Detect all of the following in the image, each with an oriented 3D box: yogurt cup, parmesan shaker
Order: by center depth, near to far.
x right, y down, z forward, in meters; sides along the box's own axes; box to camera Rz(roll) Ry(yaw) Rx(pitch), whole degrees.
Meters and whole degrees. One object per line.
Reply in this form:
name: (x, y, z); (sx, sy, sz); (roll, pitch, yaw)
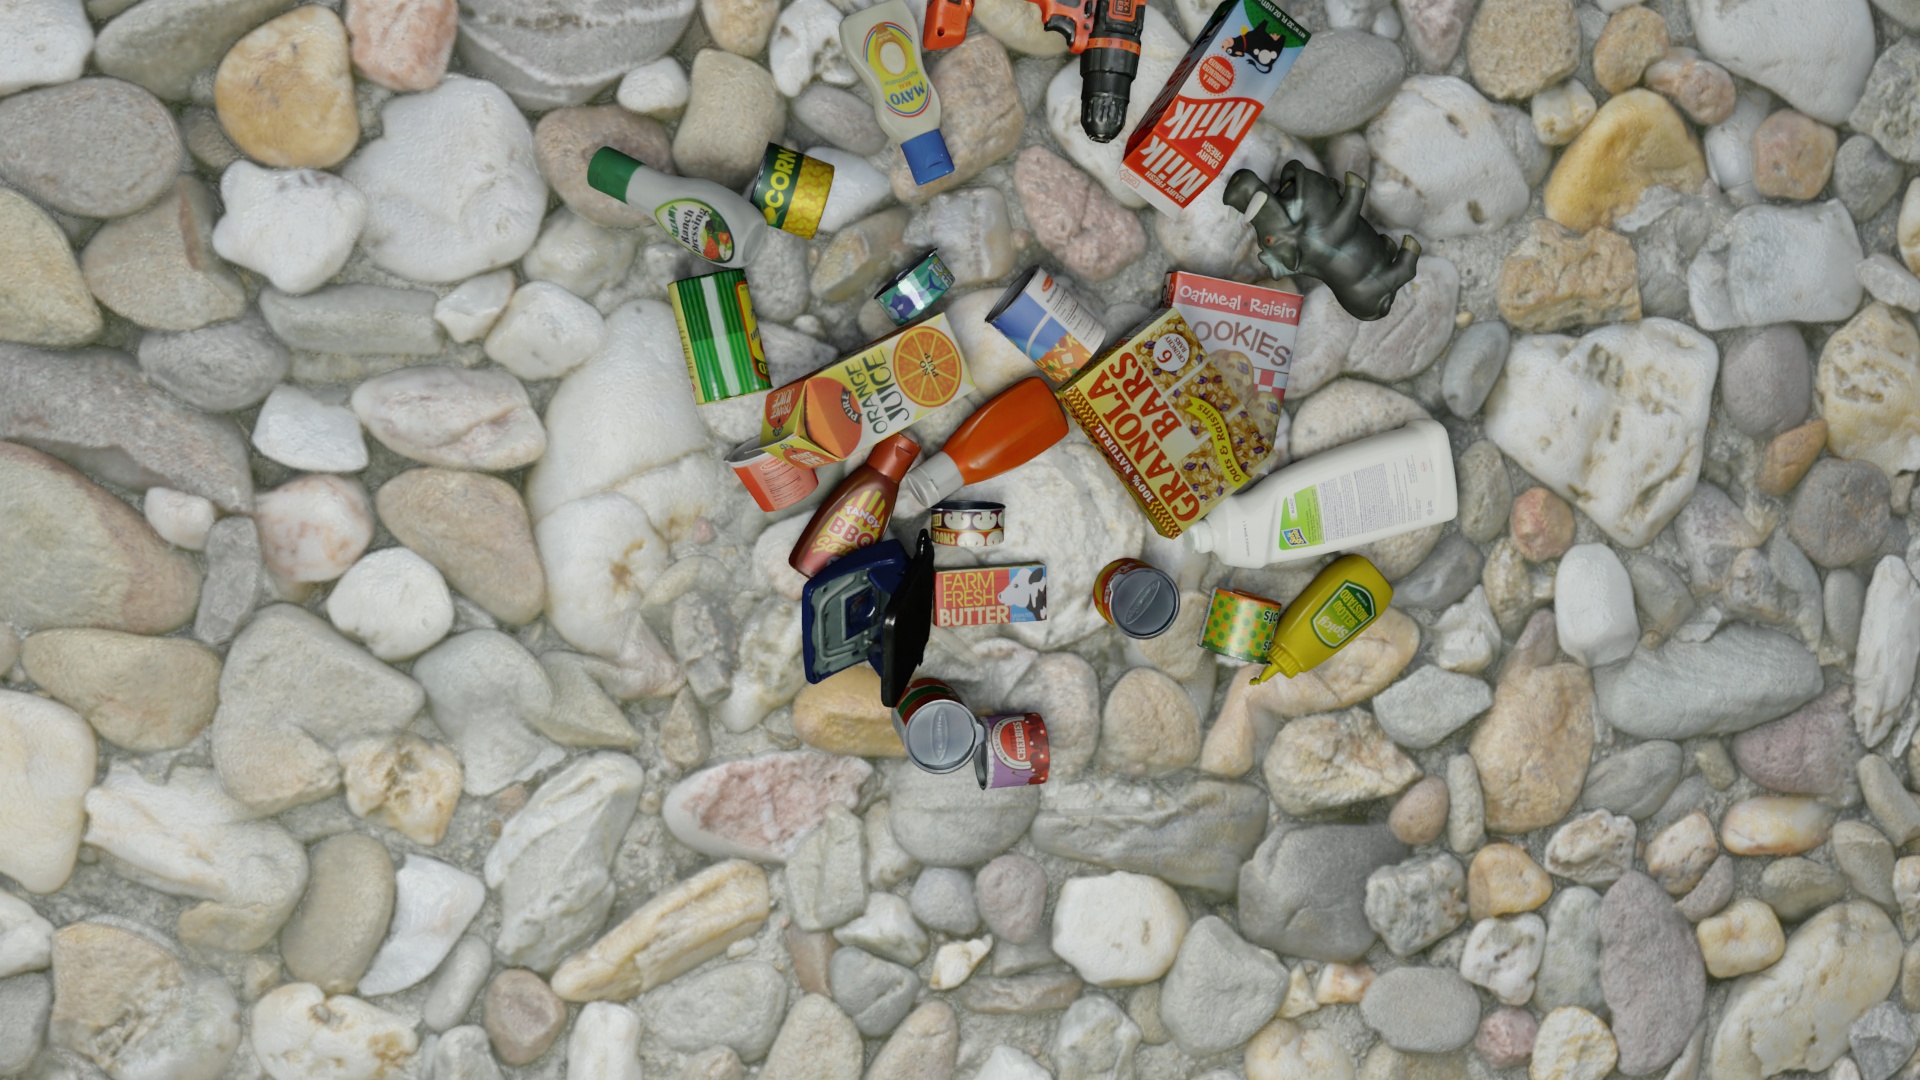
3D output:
parmesan shaker: (-0.200, -0.170, 1.157); (0.071, 0.071, 0.103); (-14, 100, -9)
yogurt cup: (-0.157, -0.060, 1.186); (0.072, 0.072, 0.053); (-27, 110, -6)

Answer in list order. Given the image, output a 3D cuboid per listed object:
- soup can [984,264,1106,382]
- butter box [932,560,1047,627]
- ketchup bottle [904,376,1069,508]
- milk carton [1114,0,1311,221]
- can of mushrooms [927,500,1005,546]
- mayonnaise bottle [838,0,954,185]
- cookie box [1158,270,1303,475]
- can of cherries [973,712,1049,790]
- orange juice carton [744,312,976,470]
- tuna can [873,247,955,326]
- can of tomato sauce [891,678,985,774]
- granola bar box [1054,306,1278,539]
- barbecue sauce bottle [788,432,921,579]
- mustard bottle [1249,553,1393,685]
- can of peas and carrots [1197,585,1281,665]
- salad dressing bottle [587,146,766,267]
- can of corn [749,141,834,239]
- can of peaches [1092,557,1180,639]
soup can: (0.074, -0.187, 1.214); (0.083, 0.071, 0.071); (40, 89, -14)
butter box: (0.026, 0.049, 1.257); (0.104, 0.024, 0.053); (-4, 98, -11)
ketchup bottle: (0.021, -0.082, 1.213); (0.149, 0.043, 0.064); (-34, 103, -17)
milk carton: (0.213, -0.377, 1.211); (0.072, 0.073, 0.190); (33, 91, -14)
can of mushrooms: (0.004, -0.015, 1.221); (0.071, 0.071, 0.033); (-1, 100, -11)
mayonnaise bottle: (-0.048, -0.377, 1.174); (0.065, 0.041, 0.147); (-25, 101, -8)
cookie box: (0.233, -0.152, 1.263); (0.123, 0.040, 0.167); (8, 97, -12)
can of cherries: (0.045, 0.189, 1.256); (0.058, 0.071, 0.071); (-3, 99, -11)
orange juice carton: (-0.087, -0.116, 1.149); (0.193, 0.071, 0.073); (-32, 104, -32)
tuna can: (-0.037, -0.217, 1.185); (0.071, 0.071, 0.033); (-41, 105, -3)
can of tomato sauce: (-0.022, 0.162, 1.232); (0.071, 0.083, 0.071); (-2, 98, -11)
granola bar box: (0.181, -0.103, 1.219); (0.124, 0.039, 0.165); (-38, 103, -3)
barbecue sauce bottle: (-0.088, -0.028, 1.213); (0.065, 0.044, 0.148); (31, 90, -22)
mustard bottle: (0.334, 0.084, 1.311); (0.160, 0.049, 0.065); (-44, 102, -3)
can of peas and carrots: (0.261, 0.078, 1.285); (0.071, 0.071, 0.058); (13, 95, -13)
salad dressing bottle: (-0.232, -0.274, 1.130); (0.148, 0.064, 0.044); (27, 48, 7)
can of corn: (-0.141, -0.290, 1.153); (0.058, 0.071, 0.071); (17, 94, -14)
can of peaches: (0.158, 0.051, 1.266); (0.071, 0.058, 0.071); (-2, 99, -10)
